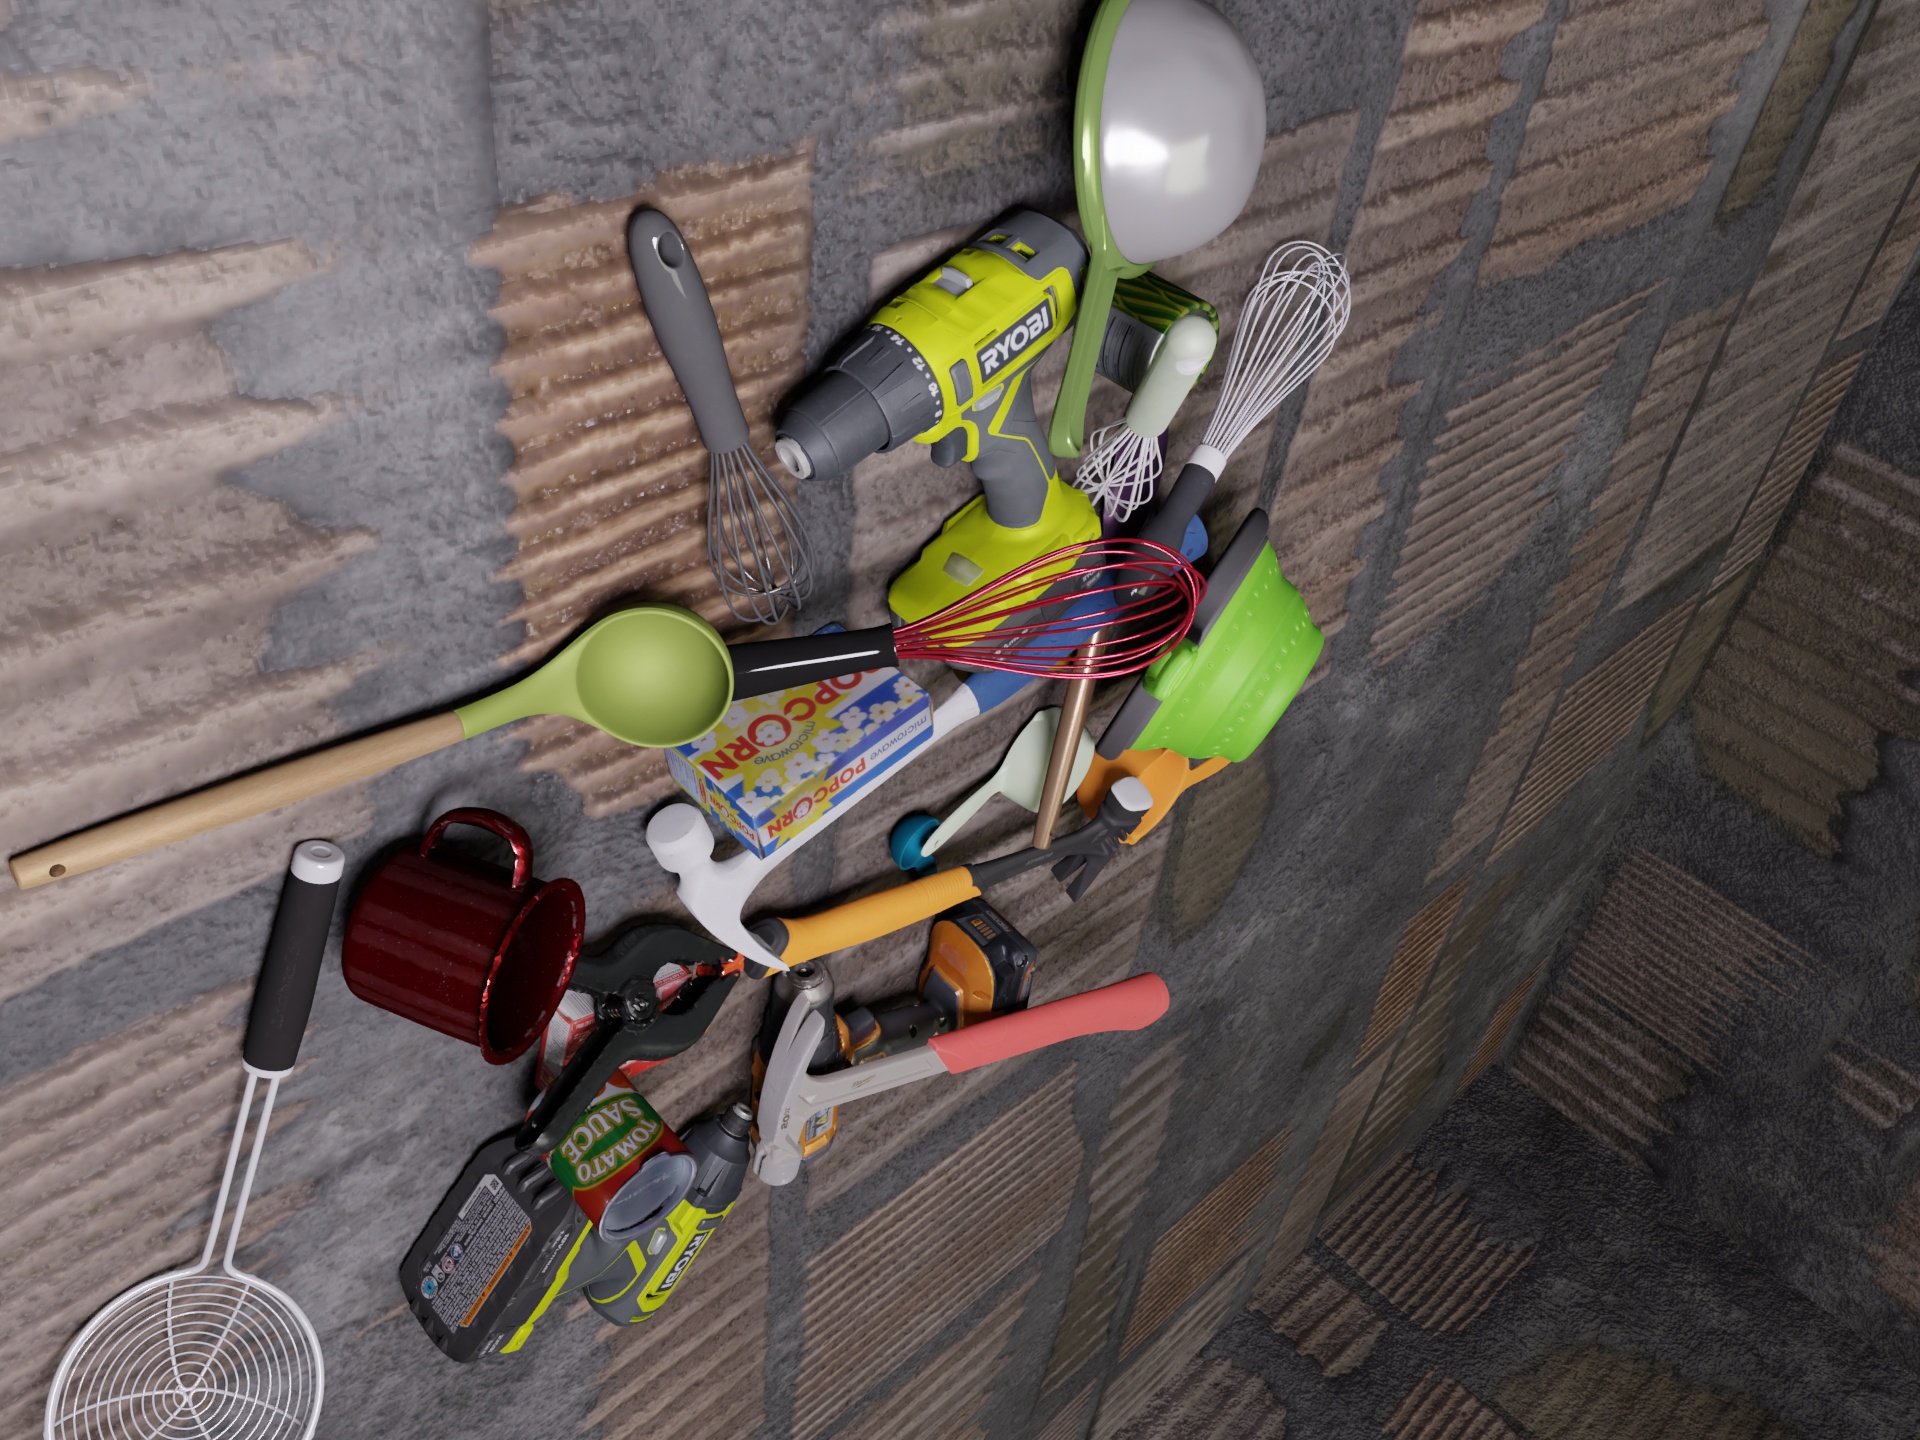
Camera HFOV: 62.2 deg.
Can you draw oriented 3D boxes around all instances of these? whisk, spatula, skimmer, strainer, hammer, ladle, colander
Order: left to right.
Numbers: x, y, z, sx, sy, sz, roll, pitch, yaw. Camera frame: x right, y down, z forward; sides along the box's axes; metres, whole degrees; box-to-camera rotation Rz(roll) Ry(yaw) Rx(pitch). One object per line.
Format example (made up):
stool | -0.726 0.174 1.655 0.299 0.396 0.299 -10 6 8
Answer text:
skimmer | -0.345 0.230 0.760 0.127 0.090 0.363 13 113 -23
ladle | -0.244 0.015 0.709 0.320 0.062 0.078 -23 129 -36
whisk | -0.113 -0.132 0.745 0.055 0.055 0.238 -40 143 -21
whisk | -0.015 -0.042 0.834 0.296 0.073 0.073 -10 141 -2
hammer | -0.012 0.121 1.115 0.336 0.034 0.127 -14 149 -38
hammer | -0.002 -0.003 0.980 0.405 0.035 0.143 -38 137 -18
hammer | 0.017 0.225 1.143 0.359 0.037 0.149 -8 127 -38
spatula | 0.092 -0.062 1.063 0.059 0.018 0.316 -4 112 -51
whisk | 0.103 -0.168 0.893 0.058 0.059 0.246 -12 171 -8
strainer | 0.102 -0.248 0.792 0.151 0.069 0.256 36 66 -63
whisk | 0.169 -0.188 1.006 0.285 0.070 0.070 -58 151 -14
colander | 0.173 -0.029 1.029 0.204 0.094 0.397 -57 176 11

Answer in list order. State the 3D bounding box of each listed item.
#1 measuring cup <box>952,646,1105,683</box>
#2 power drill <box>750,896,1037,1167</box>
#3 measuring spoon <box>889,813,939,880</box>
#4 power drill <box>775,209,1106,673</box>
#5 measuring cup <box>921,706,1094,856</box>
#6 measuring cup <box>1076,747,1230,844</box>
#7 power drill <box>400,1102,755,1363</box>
measuring cup | 0.048 -0.049 1.066 0.156 0.029 0.062 -6 127 -54
power drill | -0.052 0.209 1.153 0.226 0.084 0.185 -24 138 -33
measuring spoon | -0.032 0.100 1.128 0.042 0.021 0.128 -48 159 -19
power drill | -0.002 -0.135 0.860 0.190 0.080 0.228 -41 145 -20
measuring cup | 0.037 0.055 1.129 0.167 0.038 0.083 -40 151 -36
measuring cup | 0.161 0.036 1.284 0.173 0.052 0.095 -21 138 -44
power drill | -0.233 0.323 1.030 0.171 0.080 0.223 -56 153 7
